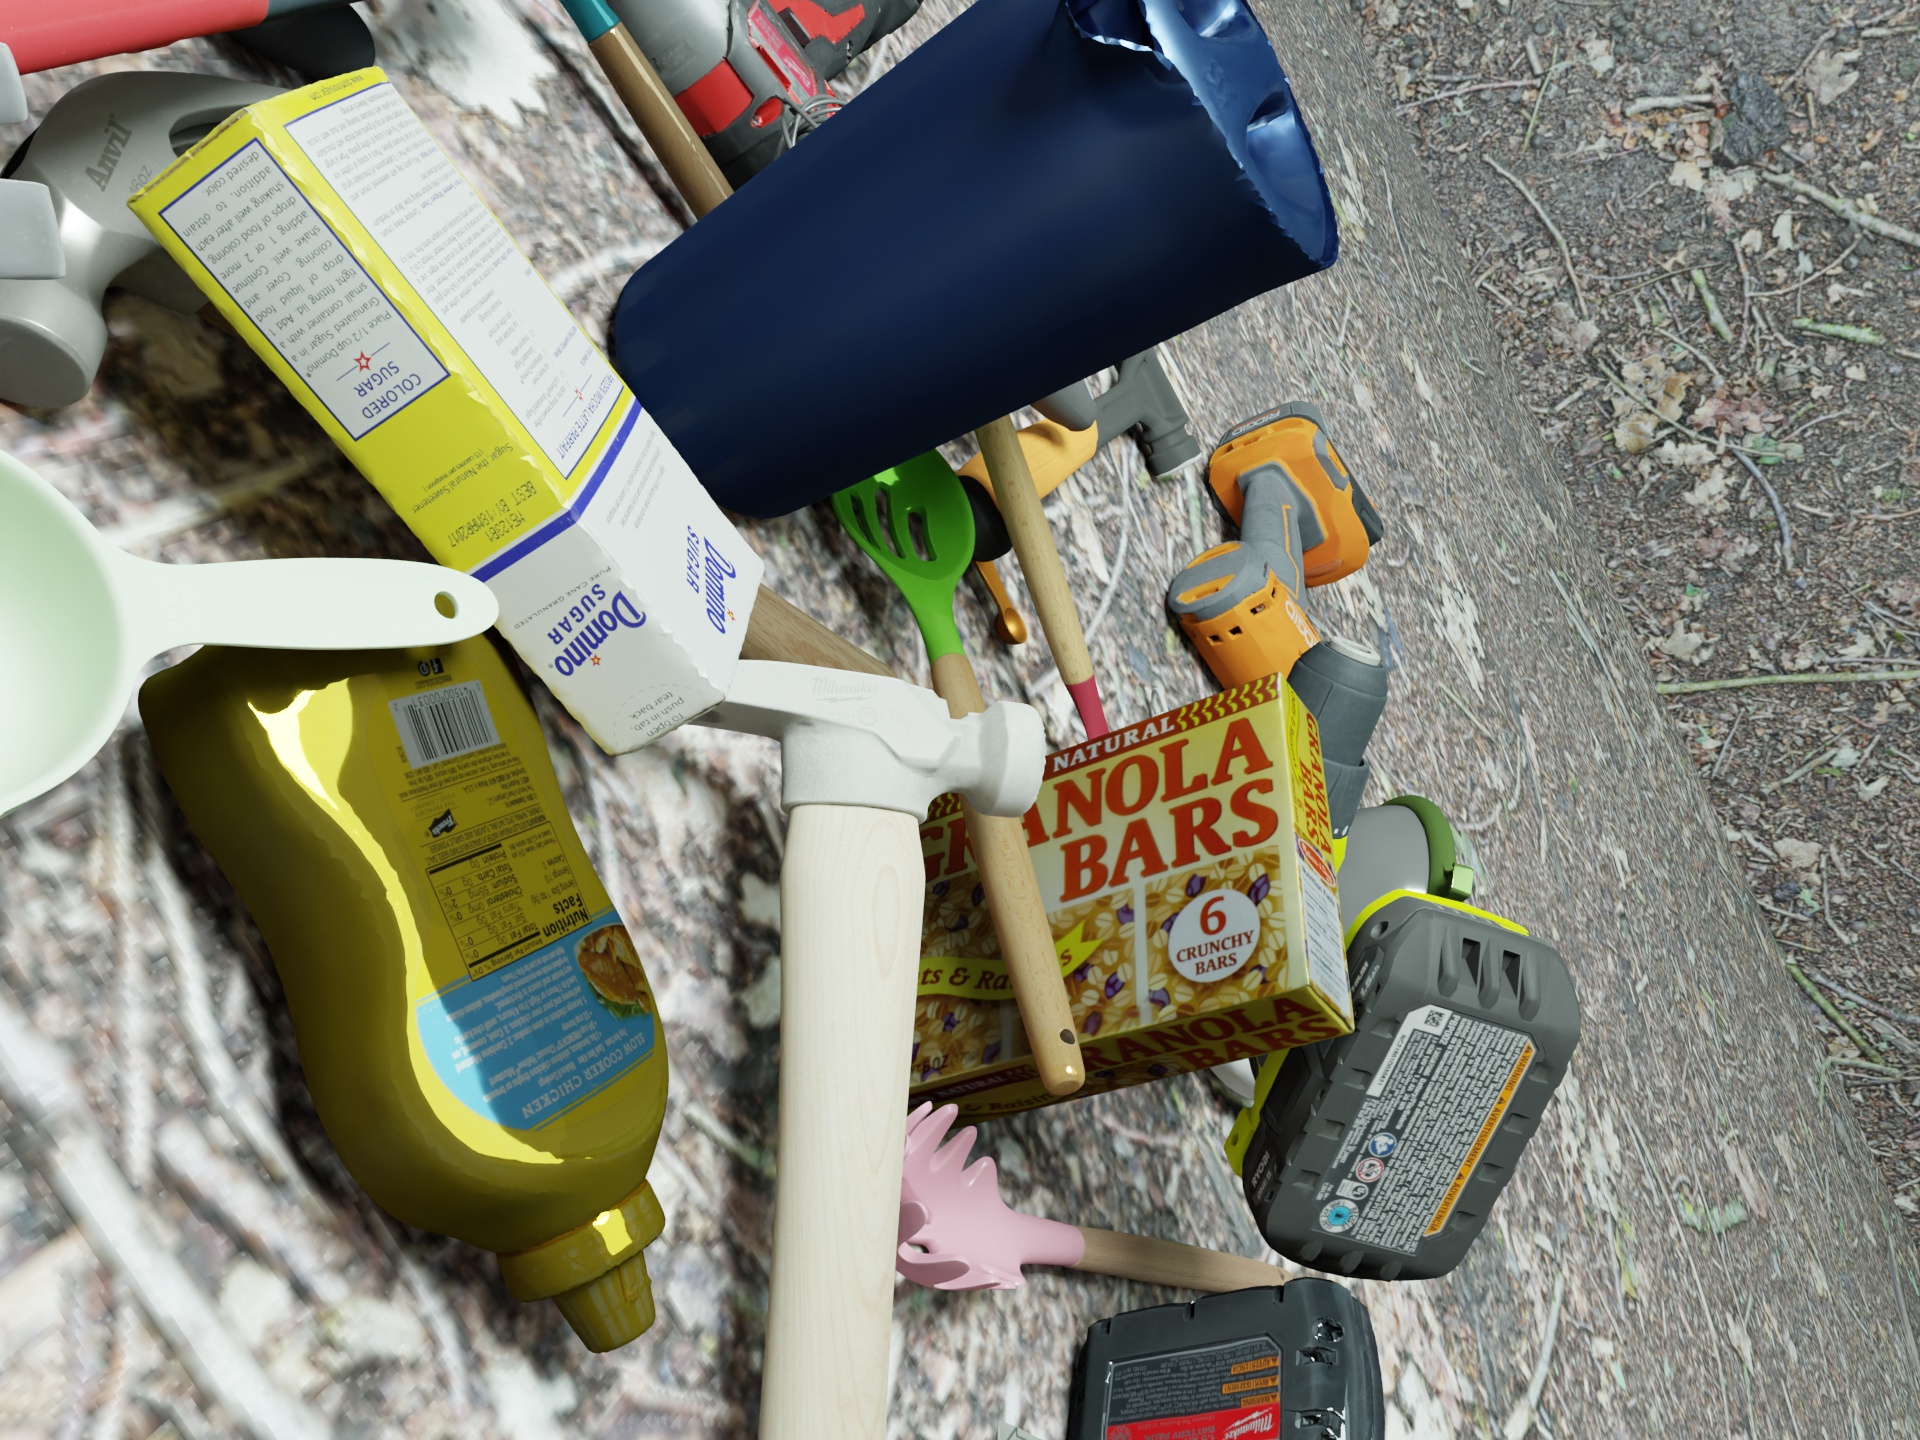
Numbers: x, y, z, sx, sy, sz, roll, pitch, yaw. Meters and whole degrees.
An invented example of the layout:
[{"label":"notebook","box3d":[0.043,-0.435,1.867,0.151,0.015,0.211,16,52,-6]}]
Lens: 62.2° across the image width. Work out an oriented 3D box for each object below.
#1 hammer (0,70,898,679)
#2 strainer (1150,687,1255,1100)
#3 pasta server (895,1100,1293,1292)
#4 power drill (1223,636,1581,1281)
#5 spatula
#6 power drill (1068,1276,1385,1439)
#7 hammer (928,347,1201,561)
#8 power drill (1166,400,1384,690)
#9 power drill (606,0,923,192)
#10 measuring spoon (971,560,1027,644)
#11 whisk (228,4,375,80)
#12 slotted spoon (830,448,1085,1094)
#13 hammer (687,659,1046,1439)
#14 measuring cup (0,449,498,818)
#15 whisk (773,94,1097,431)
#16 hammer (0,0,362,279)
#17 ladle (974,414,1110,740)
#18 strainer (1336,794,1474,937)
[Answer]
[{"label":"hammer","box3d":[-0.131,-0.075,0.504,0.331,0.031,0.130,35,43,-43]},{"label":"strainer","box3d":[0.126,0.094,0.791,0.086,0.050,0.259,94,-14,-59]},{"label":"pasta server","box3d":[0.062,0.203,0.616,0.316,0.040,0.060,30,35,-48]},{"label":"power drill","box3d":[0.142,0.081,0.617,0.080,0.190,0.229,18,17,-13]},{"label":"spatula","box3d":[-0.117,-0.250,0.621,0.317,0.082,0.044,56,43,-30]},{"label":"power drill","box3d":[0.167,0.290,0.580,0.226,0.188,0.080,43,39,-29]},{"label":"hammer","box3d":[0.054,-0.156,0.841,0.127,0.034,0.337,62,28,-10]},{"label":"power drill","box3d":[0.210,-0.083,1.009,0.164,0.084,0.227,52,38,-25]},{"label":"power drill","box3d":[-0.086,-0.329,0.709,0.143,0.078,0.220,46,39,-33]},{"label":"measuring spoon","box3d":[0.000,-0.086,0.744,0.117,0.011,0.021,62,28,-1]},{"label":"whisk","box3d":[-0.259,-0.236,0.386,0.284,0.070,0.070,19,54,-58]},{"label":"slotted spoon","box3d":[-0.001,-0.002,0.593,0.070,0.031,0.314,12,43,-29]},{"label":"hammer","box3d":[-0.045,0.176,0.432,0.146,0.038,0.411,7,65,-17]},{"label":"measuring cup","box3d":[-0.169,-0.017,0.321,0.167,0.038,0.083,-8,77,-56]},{"label":"whisk","box3d":[-0.001,-0.189,0.694,0.238,0.055,0.055,32,44,-49]},{"label":"hammer","box3d":[-0.161,-0.176,0.378,0.387,0.143,0.038,-69,165,-57]},{"label":"ladle","box3d":[0.045,-0.042,0.709,0.069,0.031,0.315,-52,127,-53]},{"label":"strainer","box3d":[0.184,0.078,0.859,0.069,0.151,0.257,20,23,-9]}]
